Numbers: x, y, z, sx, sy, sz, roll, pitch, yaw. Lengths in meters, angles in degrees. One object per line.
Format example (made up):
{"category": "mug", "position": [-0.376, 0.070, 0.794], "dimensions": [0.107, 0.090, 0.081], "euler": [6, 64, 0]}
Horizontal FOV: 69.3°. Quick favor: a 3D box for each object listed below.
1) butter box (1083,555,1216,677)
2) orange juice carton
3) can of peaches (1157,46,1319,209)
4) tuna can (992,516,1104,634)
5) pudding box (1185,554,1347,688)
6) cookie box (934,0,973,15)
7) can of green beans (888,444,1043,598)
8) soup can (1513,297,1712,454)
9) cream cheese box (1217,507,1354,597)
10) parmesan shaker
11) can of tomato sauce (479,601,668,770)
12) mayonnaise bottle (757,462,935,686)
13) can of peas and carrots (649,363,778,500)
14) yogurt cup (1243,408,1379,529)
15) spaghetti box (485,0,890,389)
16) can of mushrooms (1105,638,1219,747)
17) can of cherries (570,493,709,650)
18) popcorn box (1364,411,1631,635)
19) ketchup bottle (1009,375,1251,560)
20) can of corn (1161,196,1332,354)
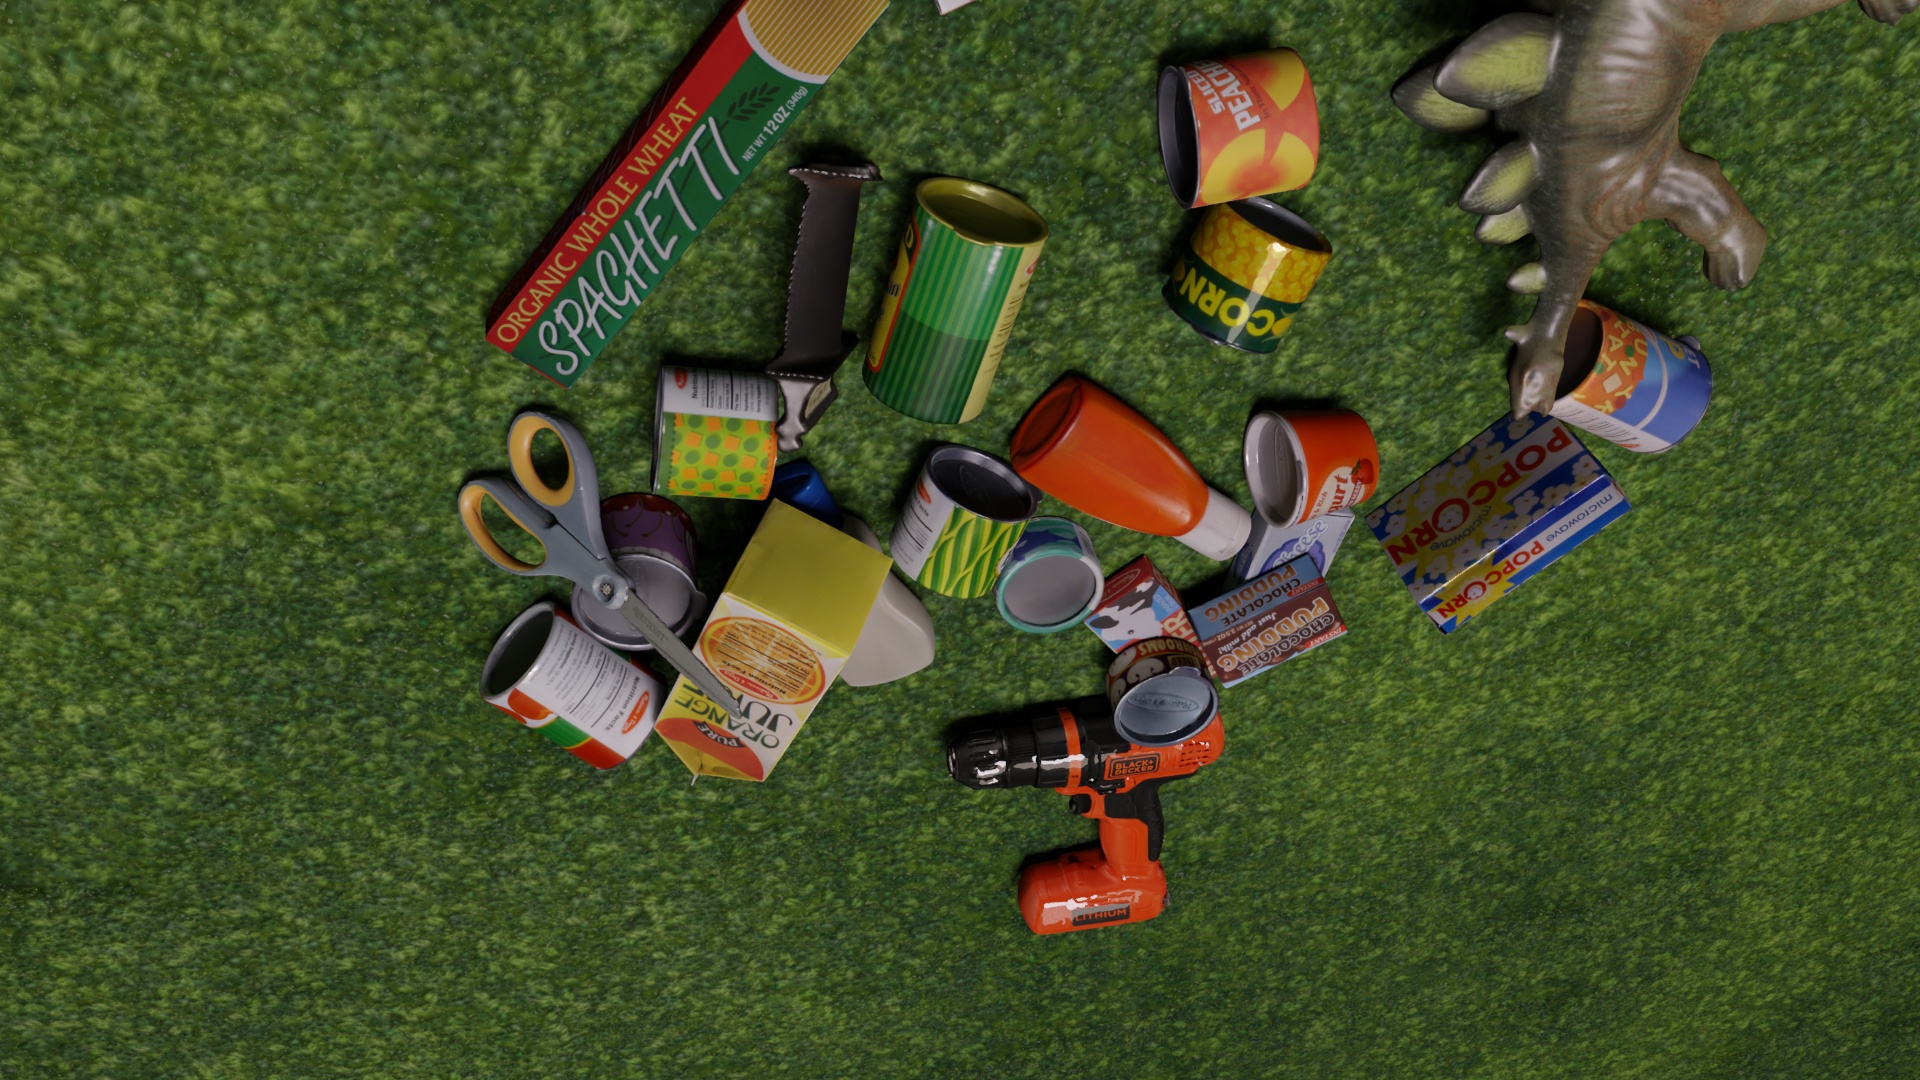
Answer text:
{"category": "butter box", "position": [0.123, 0.057, 0.873], "dimensions": [0.053, 0.024, 0.103], "euler": [-35, 126, 17]}
{"category": "orange juice carton", "position": [-0.112, 0.069, 0.772], "dimensions": [0.073, 0.072, 0.191], "euler": [28, 138, -7]}
{"category": "can of peaches", "position": [0.129, -0.194, 0.647], "dimensions": [0.058, 0.071, 0.071], "euler": [-11, 129, -4]}
{"category": "tuna can", "position": [0.048, 0.022, 0.823], "dimensions": [0.071, 0.033, 0.070], "euler": [-6, 128, -8]}
{"category": "pudding box", "position": [0.185, 0.050, 0.842], "dimensions": [0.083, 0.030, 0.049], "euler": [-26, 129, 9]}
{"category": "cookie box", "position": [0.045, -0.307, 0.559], "dimensions": [0.167, 0.040, 0.122], "euler": [-22, 129, 6]}
{"category": "can of green beans", "position": [0.001, -0.010, 0.767], "dimensions": [0.071, 0.071, 0.057], "euler": [14, 124, -21]}
{"category": "soup can", "position": [0.365, -0.095, 0.777], "dimensions": [0.084, 0.072, 0.071], "euler": [18, 122, -23]}
{"category": "cream cheese box", "position": [0.197, 0.016, 0.855], "dimensions": [0.053, 0.024, 0.103], "euler": [5, 126, -15]}
{"category": "parmesan shaker", "position": [-0.005, -0.115, 0.680], "dimensions": [0.071, 0.071, 0.102], "euler": [9, 126, -18]}
{"category": "can of tomato sauce", "position": [-0.222, 0.083, 0.796], "dimensions": [0.071, 0.071, 0.083], "euler": [-37, 125, 17]}
{"category": "mayonnaise bottle", "position": [-0.067, 0.021, 0.794], "dimensions": [0.065, 0.041, 0.147], "euler": [-17, 128, 13]}
{"category": "can of peas and carrots", "position": [-0.126, -0.053, 0.708], "dimensions": [0.059, 0.071, 0.070], "euler": [4, 127, -15]}
{"category": "yogurt cup", "position": [0.199, -0.044, 0.784], "dimensions": [0.054, 0.073, 0.072], "euler": [-10, 130, -14]}
{"category": "spaghetti box", "position": [-0.131, -0.170, 0.638], "dimensions": [0.050, 0.029, 0.249], "euler": [33, 115, -30]}
{"category": "can of mushrooms", "position": [0.126, 0.093, 0.862], "dimensions": [0.071, 0.033, 0.070], "euler": [-5, 129, -5]}
{"category": "can of cherries", "position": [-0.174, 0.017, 0.757], "dimensions": [0.071, 0.059, 0.071], "euler": [-6, 128, -7]}
{"category": "popcorn box", "position": [0.312, -0.016, 0.815], "dimensions": [0.126, 0.085, 0.038], "euler": [-39, 124, 19]}
{"category": "ketchup bottle", "position": [0.102, -0.033, 0.784], "dimensions": [0.149, 0.044, 0.064], "euler": [28, 118, -29]}
{"category": "can of corn", "position": [0.143, -0.135, 0.695], "dimensions": [0.071, 0.071, 0.058], "euler": [13, 123, -21]}
